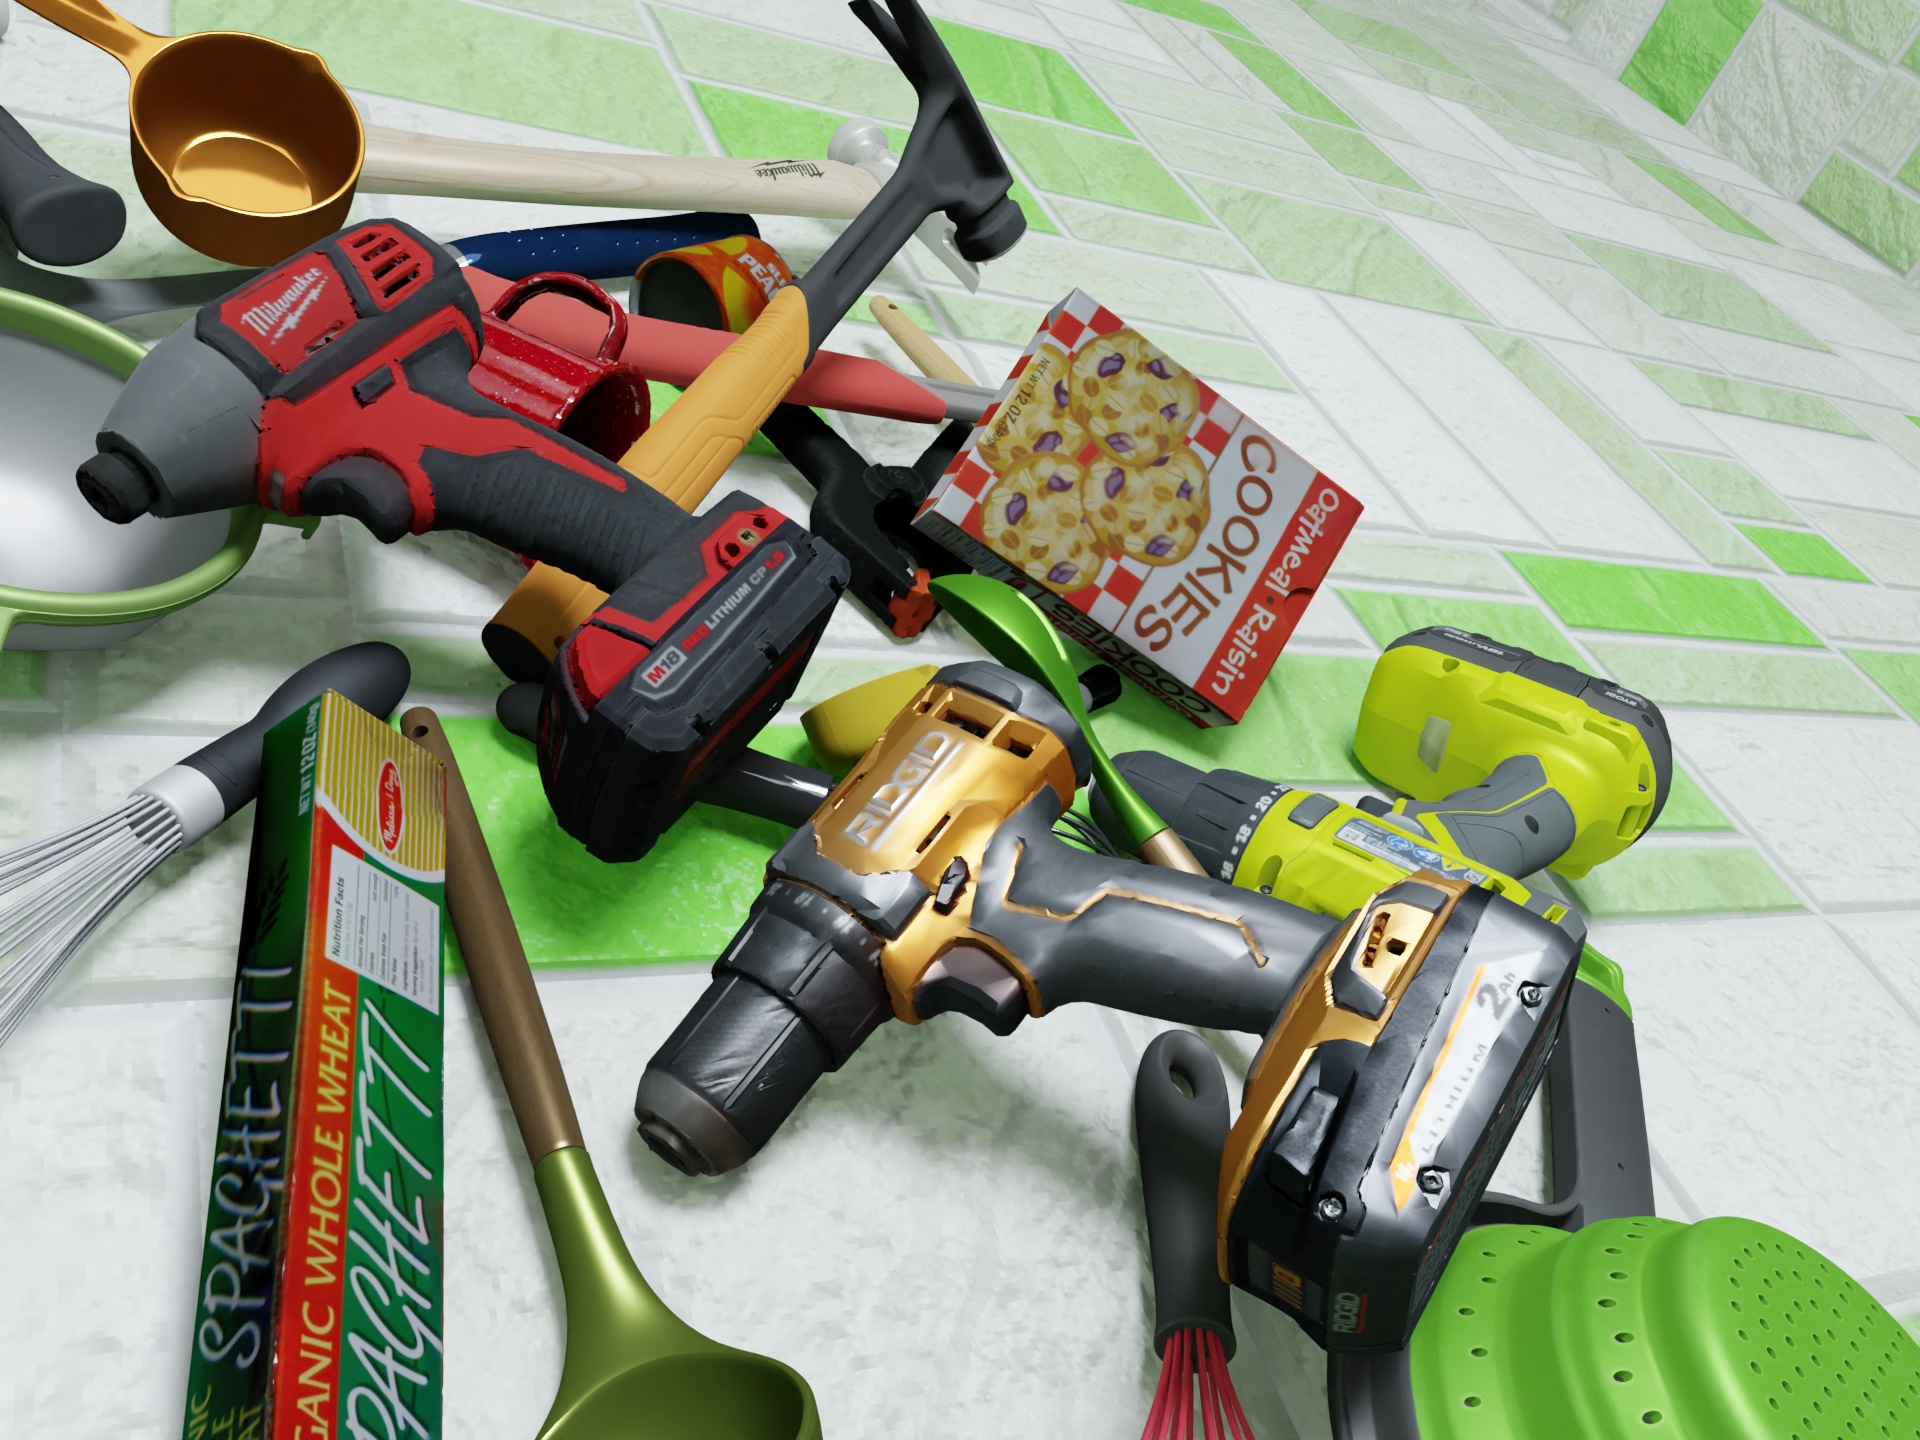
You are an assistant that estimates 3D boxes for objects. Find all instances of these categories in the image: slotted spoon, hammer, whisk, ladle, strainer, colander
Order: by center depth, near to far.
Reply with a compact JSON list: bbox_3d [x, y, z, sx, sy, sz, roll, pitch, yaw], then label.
[{"bbox_3d":[0.064,0.187,0.435,0.073,0.073,0.296,21,30,-6],"label":"whisk"},{"bbox_3d":[-0.239,0.041,0.438,0.070,0.070,0.285,29,32,4],"label":"whisk"},{"bbox_3d":[-0.120,0.094,0.439,0.078,0.062,0.321,-21,49,-14],"label":"ladle"},{"bbox_3d":[0.233,0.168,0.503,0.204,0.094,0.397,36,33,-2],"label":"colander"},{"bbox_3d":[-0.351,-0.102,0.509,0.256,0.069,0.151,39,31,0],"label":"strainer"},{"bbox_3d":[-0.051,0.030,0.568,0.239,0.055,0.055,18,37,-3],"label":"whisk"},{"bbox_3d":[0.085,0.064,0.574,0.314,0.031,0.070,56,-1,17],"label":"slotted spoon"},{"bbox_3d":[-0.083,-0.150,0.643,0.034,0.127,0.337,8,55,40],"label":"hammer"},{"bbox_3d":[-0.442,-0.269,0.675,0.146,0.035,0.335,-14,43,-42],"label":"hammer"},{"bbox_3d":[-0.055,-0.152,0.737,0.359,0.036,0.149,4,38,-25],"label":"hammer"},{"bbox_3d":[-0.248,-0.213,0.760,0.144,0.035,0.405,41,39,21],"label":"hammer"},{"bbox_3d":[0.042,-0.125,0.815,0.069,0.031,0.316,-18,56,-36],"label":"ladle"},{"bbox_3d":[-0.168,-0.275,0.824,0.410,0.038,0.146,-12,51,-39],"label":"hammer"}]

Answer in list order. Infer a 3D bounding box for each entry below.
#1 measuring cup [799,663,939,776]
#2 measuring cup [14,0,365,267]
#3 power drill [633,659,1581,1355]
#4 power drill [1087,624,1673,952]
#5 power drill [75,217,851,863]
[{"bbox_3d":[-0.001,-0.002,0.645,0.156,0.062,0.029,-8,75,-53],"label":"measuring cup"},{"bbox_3d":[-0.331,-0.254,0.652,0.173,0.052,0.095,32,60,-12],"label":"measuring cup"},{"bbox_3d":[0.033,0.088,0.455,0.226,0.084,0.185,24,57,28],"label":"power drill"},{"bbox_3d":[0.181,0.036,0.660,0.191,0.080,0.228,26,33,29],"label":"power drill"},{"bbox_3d":[-0.159,-0.062,0.515,0.219,0.078,0.143,37,52,3],"label":"power drill"}]
